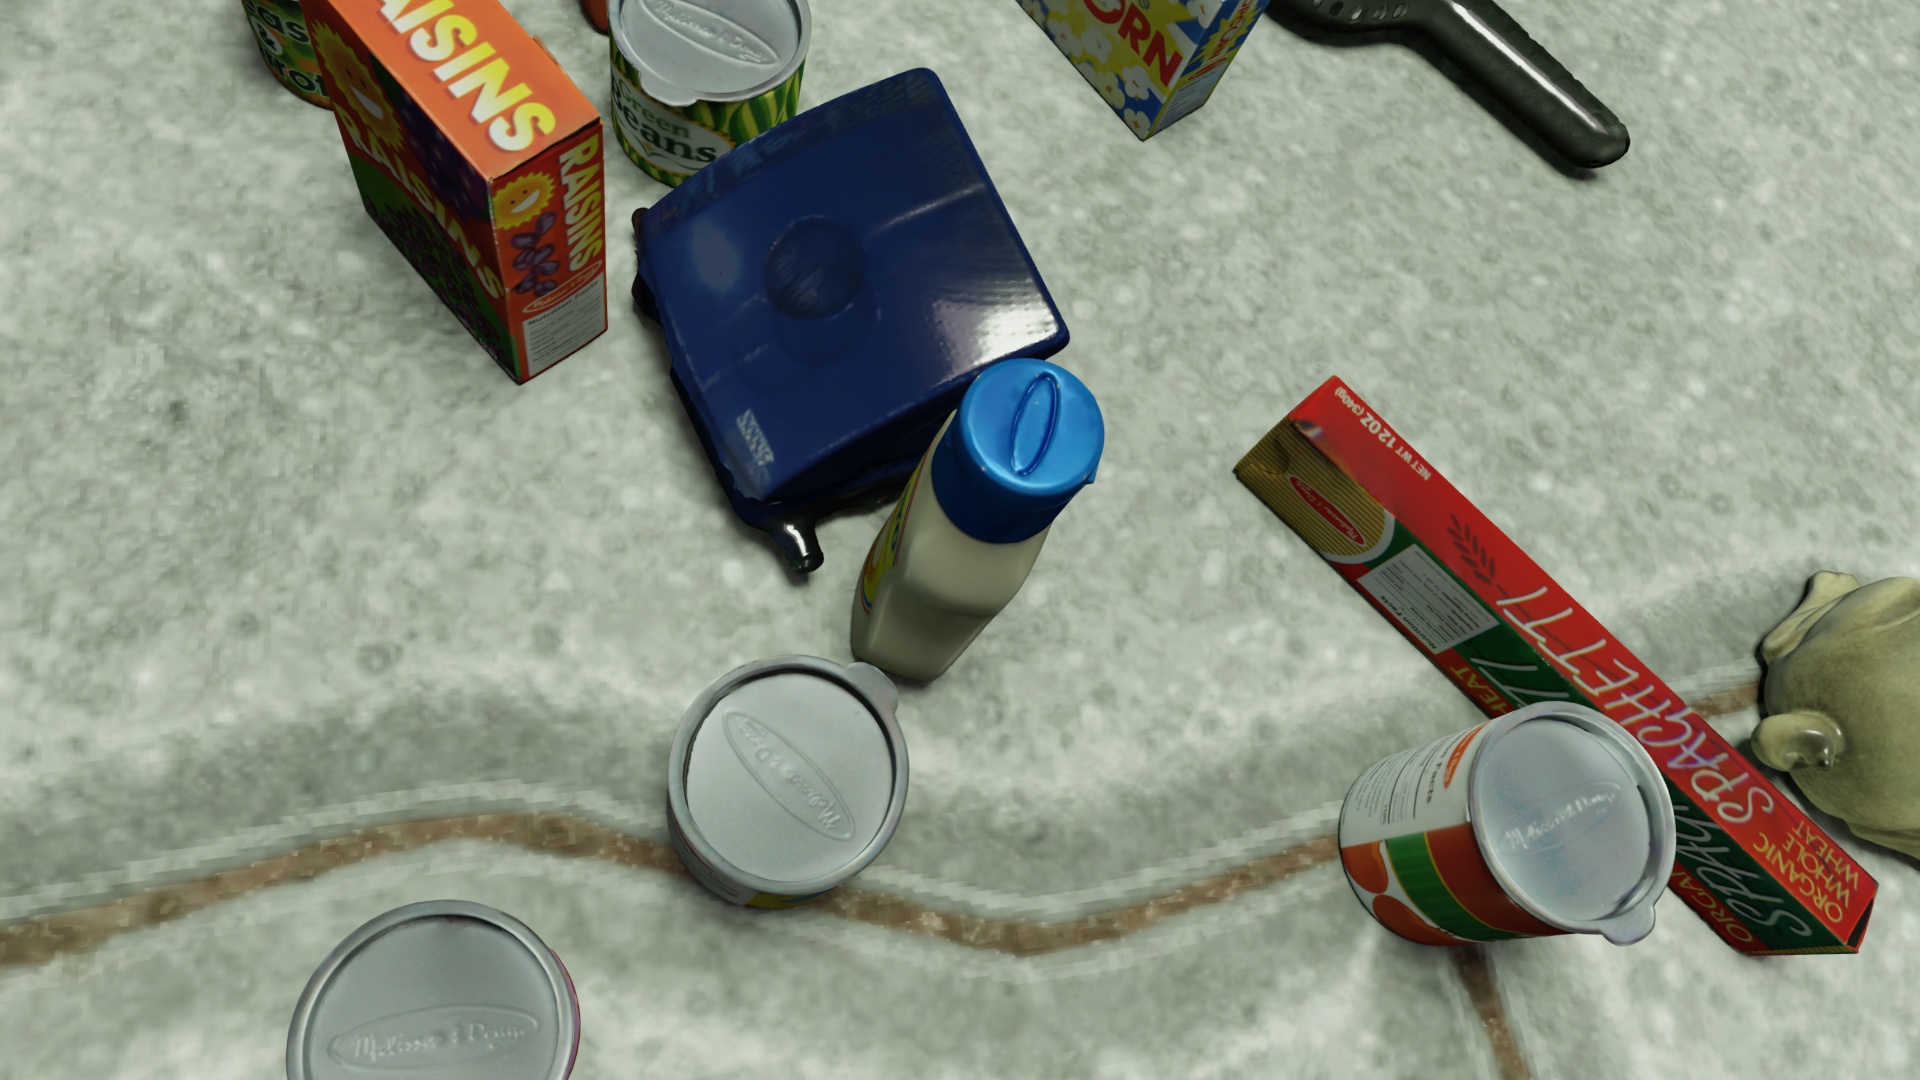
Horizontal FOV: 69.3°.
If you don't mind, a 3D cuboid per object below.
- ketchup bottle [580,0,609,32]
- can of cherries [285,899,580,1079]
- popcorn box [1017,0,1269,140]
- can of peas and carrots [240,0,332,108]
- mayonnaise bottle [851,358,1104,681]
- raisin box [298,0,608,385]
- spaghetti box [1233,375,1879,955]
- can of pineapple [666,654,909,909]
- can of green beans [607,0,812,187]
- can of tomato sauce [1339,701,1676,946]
[{"bbox_3d":[-0.096,-0.228,0.452,0.065,0.148,0.043,-16,76,-18],"label":"ketchup bottle"},{"bbox_3d":[-0.135,0.133,0.363,0.071,0.058,0.071,4,70,-12],"label":"can of cherries"},{"bbox_3d":[0.055,-0.227,0.522,0.038,0.085,0.127,-37,83,-22],"label":"popcorn box"},{"bbox_3d":[-0.206,-0.184,0.459,0.071,0.058,0.071,4,70,-12],"label":"can of peas and carrots"},{"bbox_3d":[0.001,-0.005,0.396,0.041,0.147,0.065,19,68,-6],"label":"mayonnaise bottle"},{"bbox_3d":[-0.145,-0.111,0.412,0.040,0.123,0.086,-39,84,-22],"label":"raisin box"},{"bbox_3d":[0.201,0.045,0.479,0.250,0.050,0.029,44,68,4],"label":"spaghetti box"},{"bbox_3d":[-0.051,0.071,0.406,0.071,0.057,0.071,4,70,-12],"label":"can of pineapple"},{"bbox_3d":[-0.088,-0.163,0.480,0.071,0.057,0.071,4,70,-12],"label":"can of green beans"},{"bbox_3d":[0.169,0.093,0.436,0.071,0.082,0.071,4,70,-12],"label":"can of tomato sauce"}]
